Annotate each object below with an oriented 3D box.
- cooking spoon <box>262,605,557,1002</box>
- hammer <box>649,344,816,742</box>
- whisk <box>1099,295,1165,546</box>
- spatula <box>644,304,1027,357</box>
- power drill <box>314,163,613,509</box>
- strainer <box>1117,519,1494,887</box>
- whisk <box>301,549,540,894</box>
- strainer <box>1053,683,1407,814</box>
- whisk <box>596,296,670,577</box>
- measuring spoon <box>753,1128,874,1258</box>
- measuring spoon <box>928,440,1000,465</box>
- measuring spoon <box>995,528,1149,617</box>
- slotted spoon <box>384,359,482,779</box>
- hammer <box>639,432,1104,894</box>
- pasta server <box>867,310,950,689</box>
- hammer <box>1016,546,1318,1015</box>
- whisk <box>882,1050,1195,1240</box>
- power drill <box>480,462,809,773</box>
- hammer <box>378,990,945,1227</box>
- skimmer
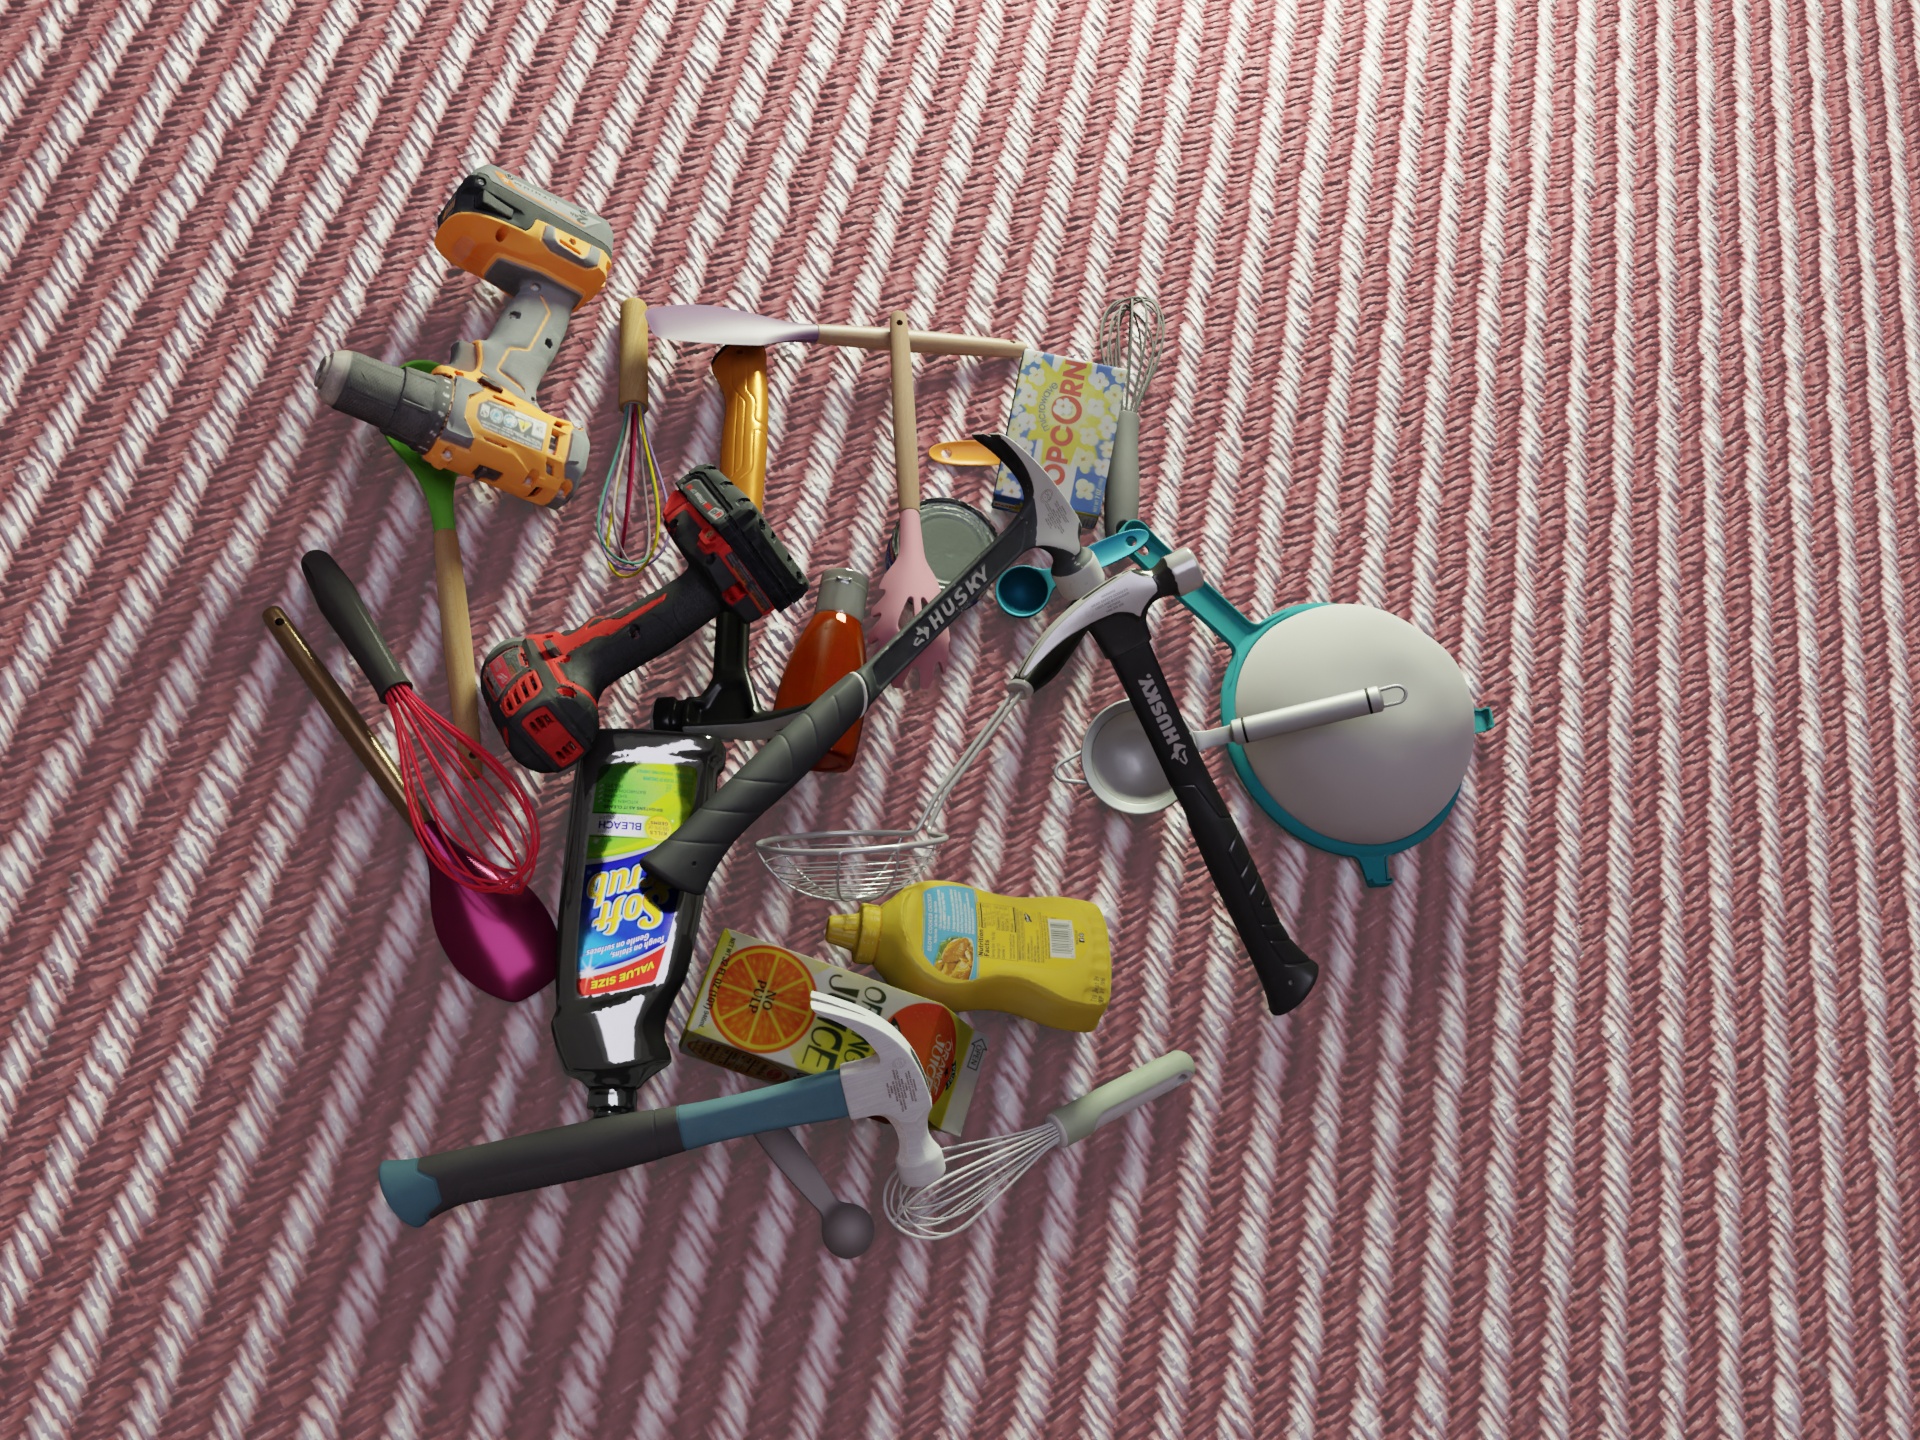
[{"bbox_3d":[-0.369,0.050,1.050,0.069,0.017,0.319,-34,81,-26],"label":"cooking spoon"},{"bbox_3d":[-0.154,-0.140,1.158,0.127,0.034,0.337,-5,63,6],"label":"hammer"},{"bbox_3d":[0.137,-0.244,1.296,0.055,0.055,0.239,9,71,-11],"label":"whisk"},{"bbox_3d":[-0.090,-0.302,1.247,0.315,0.018,0.060,-2,42,-25],"label":"spatula"},{"bbox_3d":[-0.347,-0.280,1.134,0.185,0.084,0.226,19,64,-33],"label":"power drill"},{"bbox_3d":[0.265,-0.050,1.210,0.340,0.095,0.211,41,65,-1],"label":"strainer"},{"bbox_3d":[-0.362,-0.003,1.045,0.073,0.073,0.296,-29,69,-24],"label":"whisk"},{"bbox_3d":[0.196,0.012,1.161,0.258,0.050,0.087,-14,81,14],"label":"strainer"},{"bbox_3d":[-0.247,-0.213,1.182,0.051,0.047,0.245,8,61,-26],"label":"whisk"},{"bbox_3d":[-0.100,0.292,1.024,0.034,0.018,0.124,-37,80,-25],"label":"measuring spoon"},{"bbox_3d":[0.031,-0.212,1.272,0.117,0.011,0.021,-1,79,-12],"label":"measuring spoon"},{"bbox_3d":[0.087,-0.114,1.223,0.128,0.021,0.042,-25,73,-5],"label":"measuring spoon"},{"bbox_3d":[-0.360,-0.108,1.113,0.070,0.031,0.314,-1,70,-32],"label":"slotted spoon"},{"bbox_3d":[-0.059,-0.034,1.067,0.409,0.036,0.149,-45,122,-25],"label":"hammer"},{"bbox_3d":[-0.041,-0.173,1.189,0.060,0.040,0.316,2,64,-13],"label":"pasta server"},{"bbox_3d":[0.164,0.057,1.128,0.146,0.035,0.334,-26,96,-2],"label":"hammer"},{"bbox_3d":[0.058,0.277,1.058,0.246,0.057,0.059,-20,50,-26],"label":"whisk"},{"bbox_3d":[-0.222,-0.068,1.060,0.219,0.143,0.078,-38,126,-6],"label":"power drill"},{"bbox_3d":[-0.182,0.252,0.964,0.331,0.033,0.128,-12,99,-4],"label":"hammer"},{"bbox_3d":[-0.002,-0.004,1.130,0.363,0.127,0.090,-51,122,-31],"label":"skimmer"}]
